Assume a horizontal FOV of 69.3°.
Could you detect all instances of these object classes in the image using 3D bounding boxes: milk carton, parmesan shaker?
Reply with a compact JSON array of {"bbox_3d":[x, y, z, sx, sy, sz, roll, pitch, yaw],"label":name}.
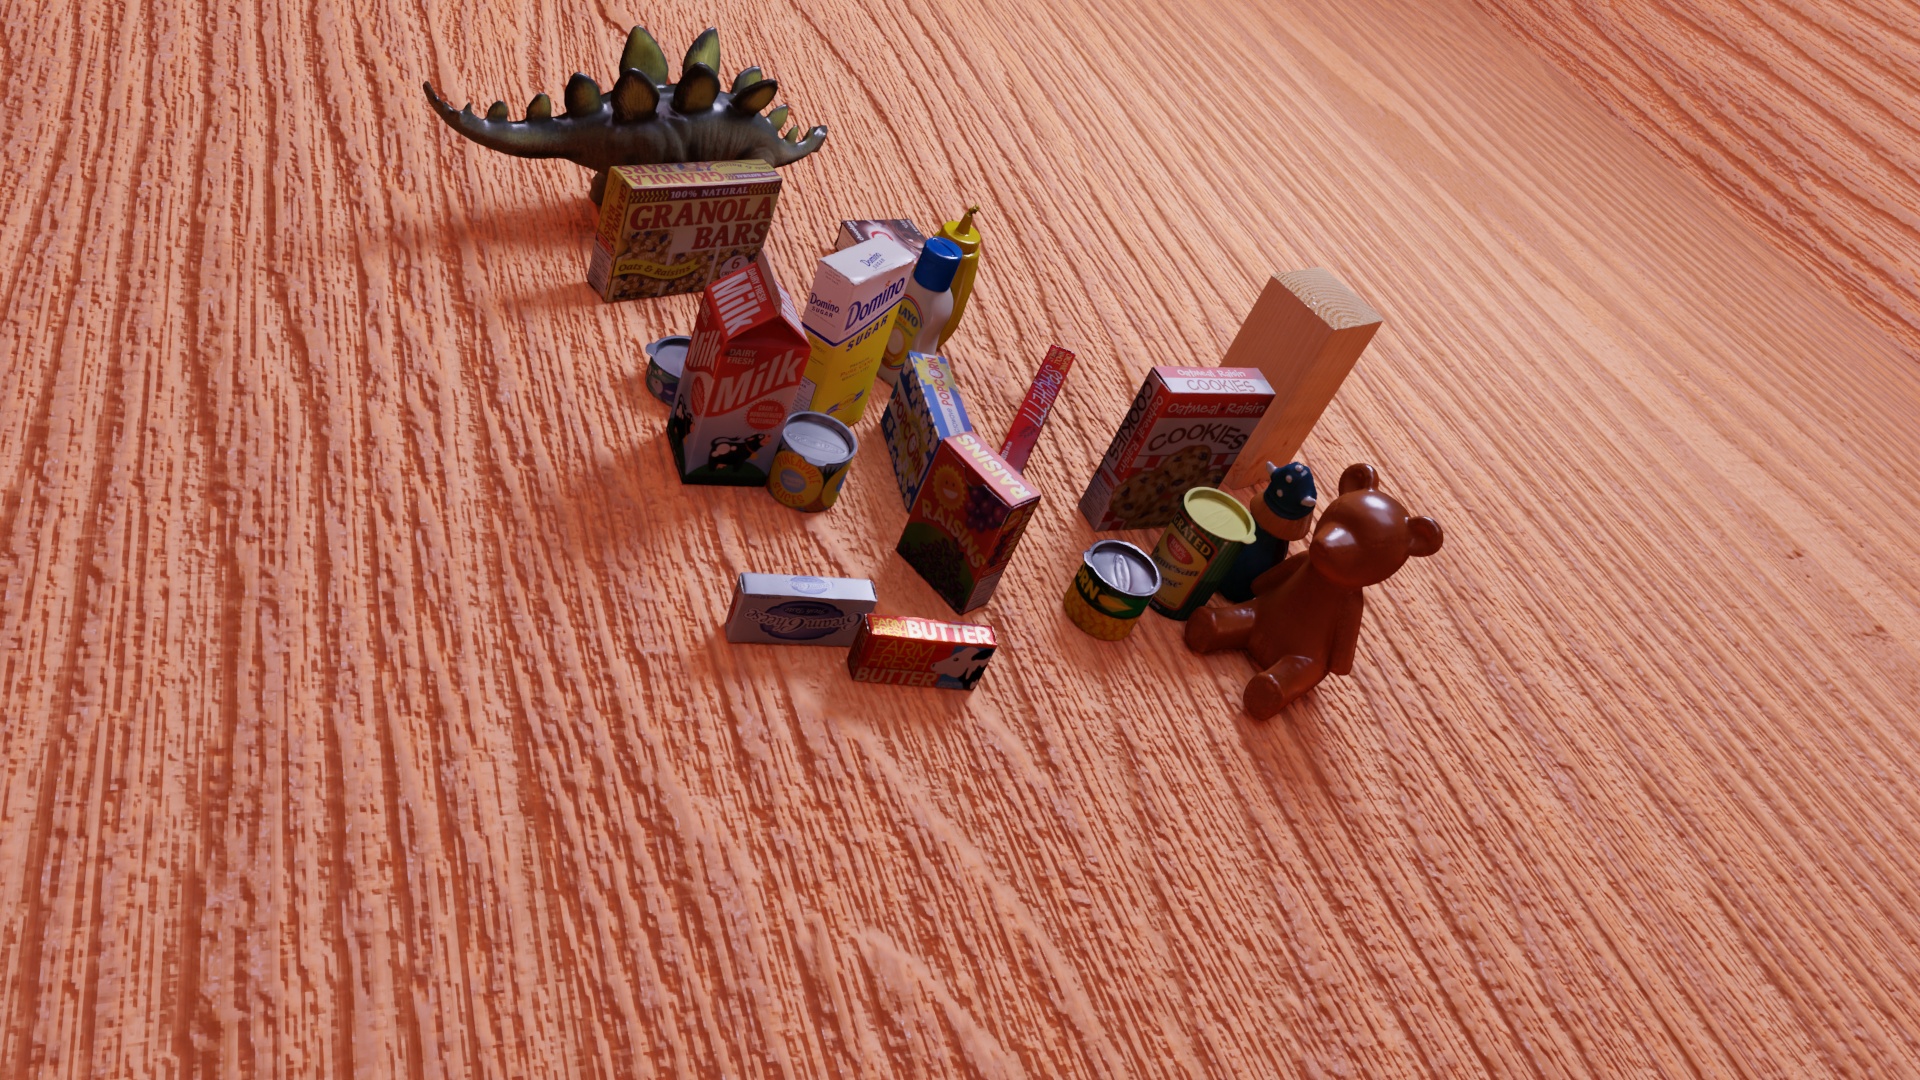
[{"bbox_3d":[-0.174,-0.135,1.107,0.073,0.189,0.072,1,44,-28],"label":"milk carton"},{"bbox_3d":[0.205,0.015,1.211,0.071,0.102,0.072,15,39,-13],"label":"parmesan shaker"}]

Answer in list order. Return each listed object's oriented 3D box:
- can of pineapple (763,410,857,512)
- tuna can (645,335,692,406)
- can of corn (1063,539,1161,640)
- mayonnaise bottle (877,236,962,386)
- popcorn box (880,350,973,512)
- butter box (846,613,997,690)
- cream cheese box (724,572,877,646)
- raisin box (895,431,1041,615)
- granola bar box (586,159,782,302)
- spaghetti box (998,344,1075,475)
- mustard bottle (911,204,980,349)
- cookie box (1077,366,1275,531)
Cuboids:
[{"bbox_3d":[-0.127,-0.065,1.158,0.071,0.057,0.071,15,39,-13],"label":"can of pineapple"},{"bbox_3d":[-0.242,-0.147,1.211,0.071,0.032,0.071,15,39,-13],"label":"tuna can"},{"bbox_3d":[0.125,0.041,1.172,0.071,0.058,0.071,15,39,-13],"label":"can of corn"},{"bbox_3d":[-0.040,-0.214,1.307,0.065,0.147,0.041,43,41,21],"label":"mayonnaise bottle"},{"bbox_3d":[-0.030,-0.094,1.224,0.038,0.084,0.127,5,42,-24],"label":"popcorn box"},{"bbox_3d":[-0.029,0.084,1.042,0.103,0.052,0.024,7,41,-22],"label":"butter box"},{"bbox_3d":[-0.119,0.052,1.030,0.104,0.053,0.024,4,43,-25],"label":"cream cheese box"},{"bbox_3d":[0.004,-0.014,1.118,0.040,0.122,0.086,-20,56,-43],"label":"raisin box"},{"bbox_3d":[-0.256,-0.290,1.296,0.166,0.123,0.039,-17,54,-41],"label":"granola bar box"},{"bbox_3d":[0.065,-0.110,1.322,0.029,0.050,0.251,25,38,0],"label":"spaghetti box"},{"bbox_3d":[-0.016,-0.263,1.367,0.065,0.159,0.049,32,38,8],"label":"mustard bottle"},{"bbox_3d":[0.195,-0.084,1.268,0.123,0.166,0.040,-3,46,-32],"label":"cookie box"}]
